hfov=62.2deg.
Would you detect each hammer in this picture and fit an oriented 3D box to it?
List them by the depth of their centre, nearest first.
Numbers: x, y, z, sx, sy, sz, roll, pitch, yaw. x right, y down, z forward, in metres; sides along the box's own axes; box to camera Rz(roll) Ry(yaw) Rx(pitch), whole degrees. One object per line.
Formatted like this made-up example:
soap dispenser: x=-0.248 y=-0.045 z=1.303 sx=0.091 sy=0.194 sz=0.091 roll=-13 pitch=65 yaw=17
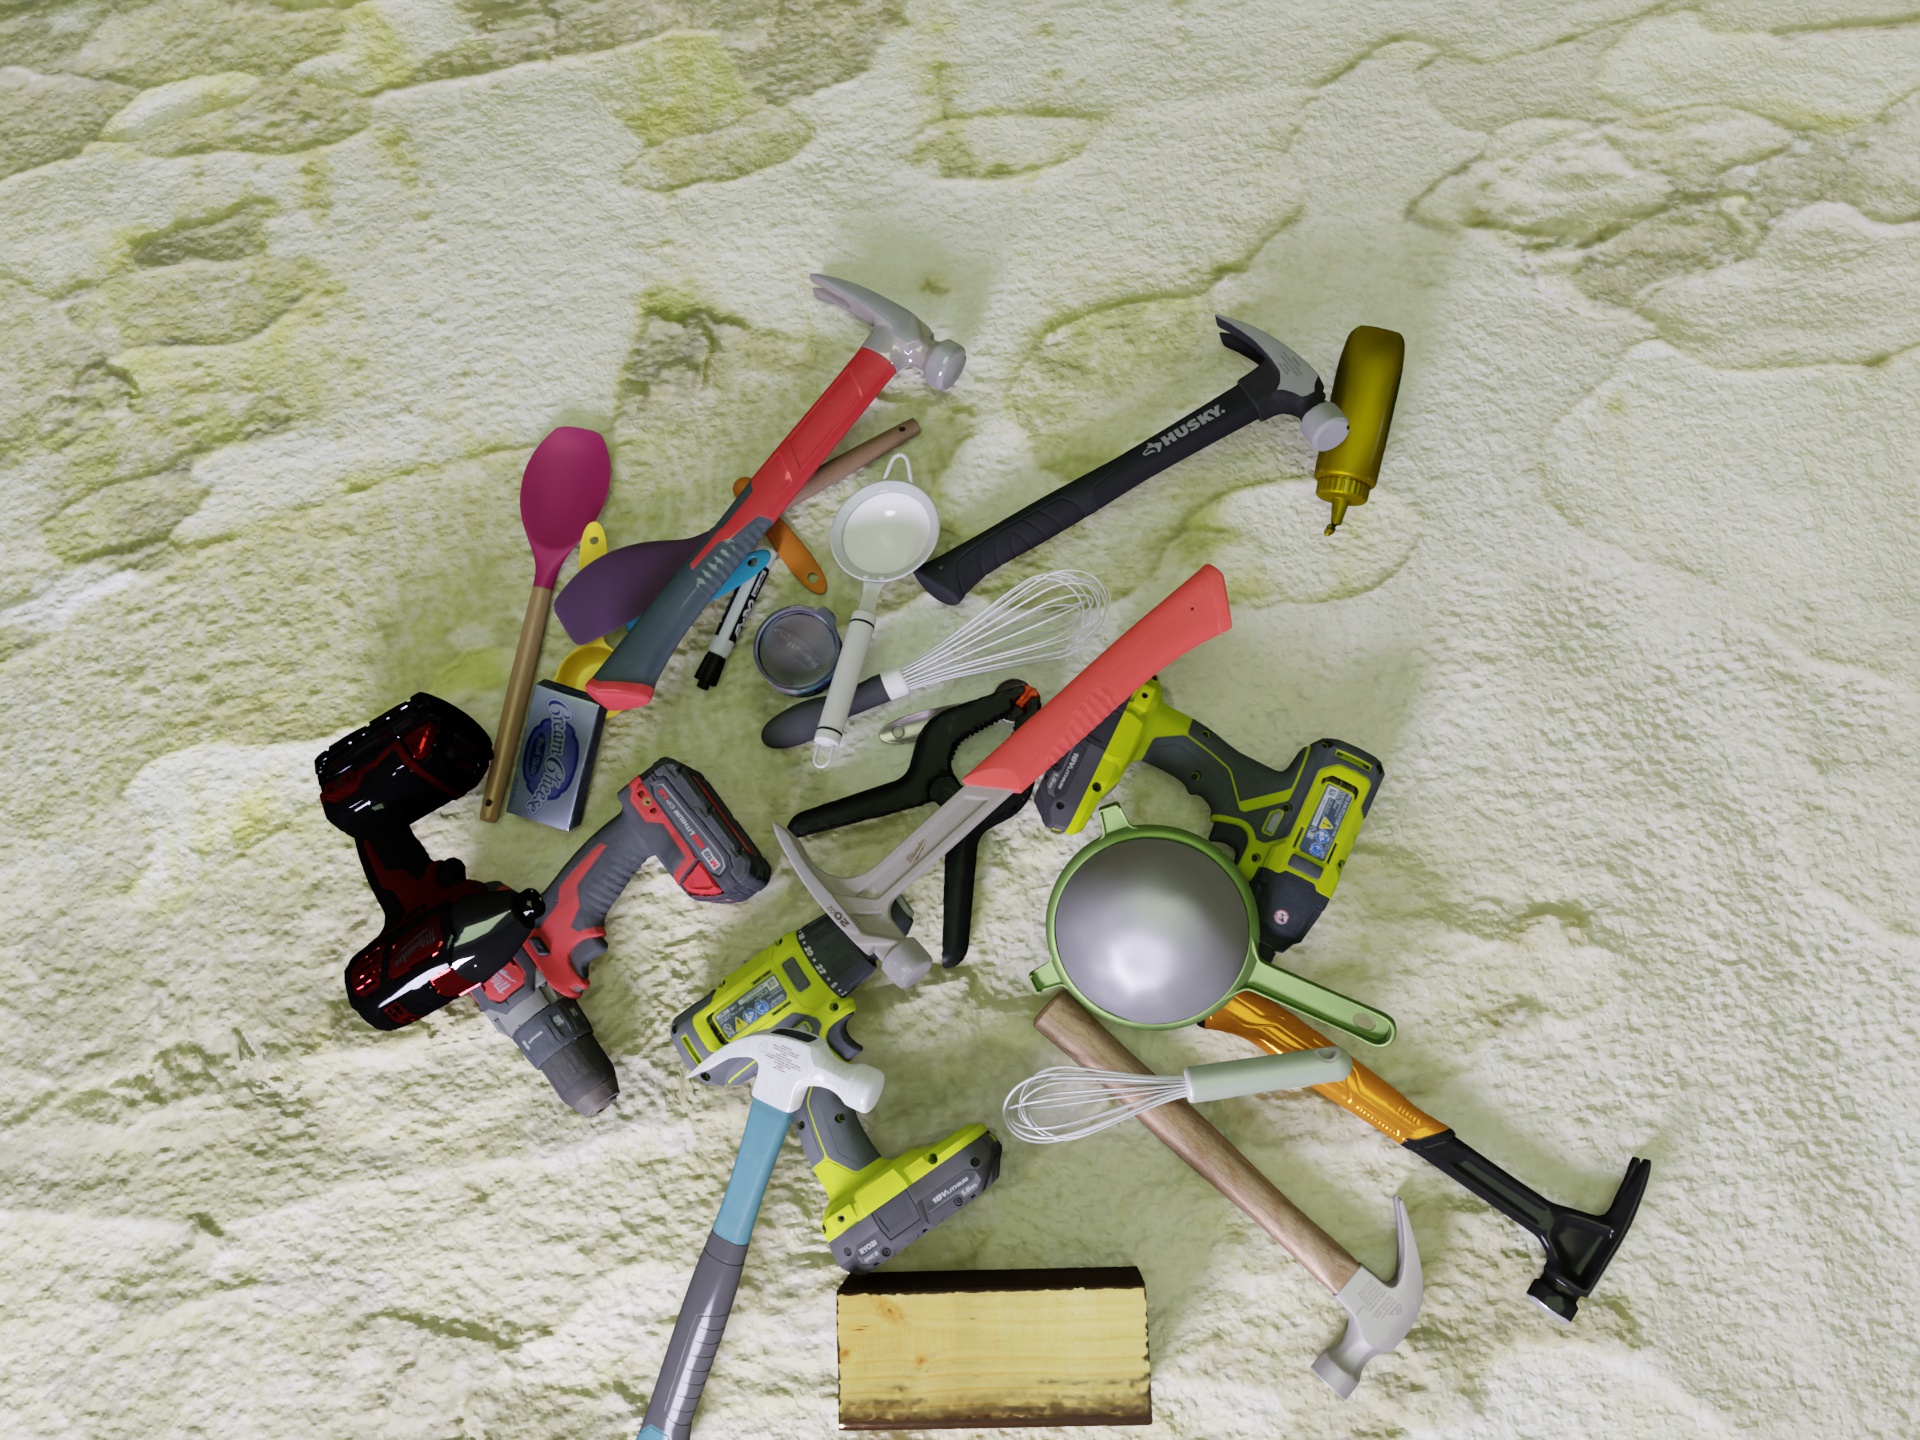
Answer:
hammer: x=-0.160 y=0.364 z=1.085 sx=0.128 sy=0.033 sz=0.331 roll=22 pitch=98 yaw=19
hammer: x=0.043 y=0.015 z=1.110 sx=0.359 sy=0.036 sz=0.149 roll=-42 pitch=71 yaw=-1
hammer: x=0.314 y=0.275 z=1.127 sx=0.337 sy=0.034 sz=0.127 roll=33 pitch=83 yaw=8
hammer: x=0.187 y=0.313 z=1.127 sx=0.331 sy=0.031 sz=0.130 roll=42 pitch=84 yaw=9
hammer: x=-0.163 y=-0.172 z=1.203 sx=0.143 sy=0.038 sz=0.386 roll=33 pitch=74 yaw=15
hammer: x=0.114 y=-0.187 z=1.210 sx=0.335 sy=0.035 sz=0.146 roll=-30 pitch=55 yaw=3

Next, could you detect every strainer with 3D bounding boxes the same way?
strainer: x=0.179 y=0.172 z=1.088 sx=0.256 sy=0.069 sz=0.151 roll=23 pitch=103 yaw=6
strainer: x=-0.071 y=-0.080 z=1.188 sx=0.087 sy=0.050 sz=0.259 roll=7 pitch=65 yaw=17

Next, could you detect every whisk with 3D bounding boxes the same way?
whisk: x=0.151 y=0.256 z=1.105 sx=0.246 sy=0.058 sz=0.059 roll=-8 pitch=114 yaw=-1
whisk: x=-0.020 y=-0.042 z=1.196 sx=0.284 sy=0.070 sz=0.070 roll=-23 pitch=79 yaw=3

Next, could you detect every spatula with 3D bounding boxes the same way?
spatula: x=-0.169 y=-0.155 z=1.227 sx=0.316 sy=0.018 sz=0.060 roll=-30 pitch=74 yaw=-9

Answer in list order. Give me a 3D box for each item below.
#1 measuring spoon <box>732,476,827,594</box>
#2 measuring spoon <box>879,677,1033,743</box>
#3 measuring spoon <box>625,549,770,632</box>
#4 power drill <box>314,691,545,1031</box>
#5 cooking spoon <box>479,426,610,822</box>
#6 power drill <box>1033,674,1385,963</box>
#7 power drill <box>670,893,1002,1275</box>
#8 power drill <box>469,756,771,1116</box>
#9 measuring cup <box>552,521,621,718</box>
measuring spoon: x=-0.141 y=-0.145 z=1.240 sx=0.021 sy=0.011 sz=0.117 roll=-37 pitch=80 yaw=-4
measuring spoon: x=-0.002 y=-0.004 z=1.208 sx=0.124 sy=0.018 sz=0.034 roll=-15 pitch=89 yaw=6
measuring spoon: x=-0.203 y=-0.099 z=1.217 sx=0.128 sy=0.021 sz=0.042 roll=-29 pitch=69 yaw=8
power drill: x=-0.374 y=0.096 z=1.125 sx=0.143 sy=0.078 sz=0.220 roll=-30 pitch=56 yaw=7
cooking spoon: x=-0.330 y=-0.077 z=1.233 sx=0.069 sy=0.017 sz=0.319 roll=10 pitch=79 yaw=2
power drill: x=0.173 y=0.063 z=1.155 sx=0.223 sy=0.080 sz=0.171 roll=26 pitch=81 yaw=4
power drill: x=-0.071 y=0.250 z=1.124 sx=0.190 sy=0.080 sz=0.229 roll=-35 pitch=78 yaw=2
power drill: x=-0.248 y=0.156 z=1.157 sx=0.226 sy=0.080 sz=0.188 roll=-38 pitch=79 yaw=-2
measuring cup: x=-0.280 y=-0.076 z=1.227 sx=0.062 sy=0.029 sz=0.157 roll=-3 pitch=76 yaw=2
